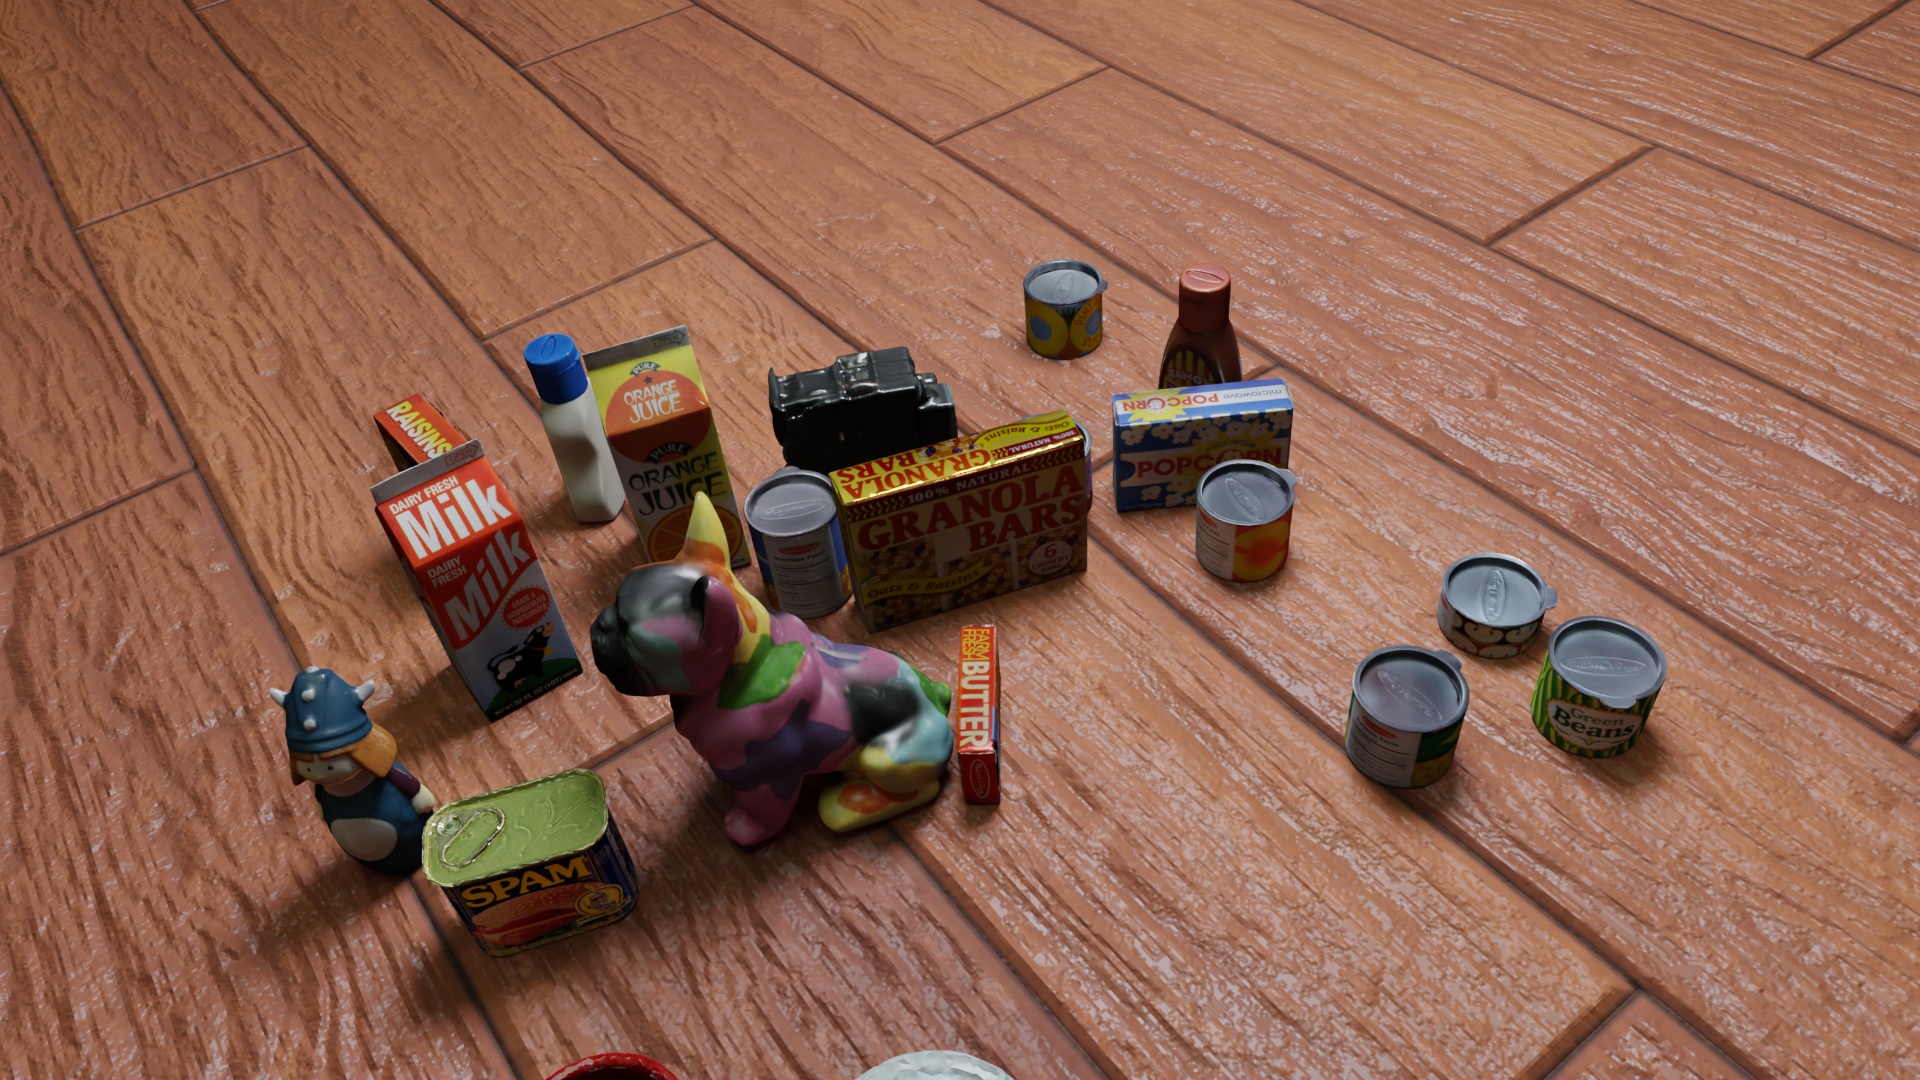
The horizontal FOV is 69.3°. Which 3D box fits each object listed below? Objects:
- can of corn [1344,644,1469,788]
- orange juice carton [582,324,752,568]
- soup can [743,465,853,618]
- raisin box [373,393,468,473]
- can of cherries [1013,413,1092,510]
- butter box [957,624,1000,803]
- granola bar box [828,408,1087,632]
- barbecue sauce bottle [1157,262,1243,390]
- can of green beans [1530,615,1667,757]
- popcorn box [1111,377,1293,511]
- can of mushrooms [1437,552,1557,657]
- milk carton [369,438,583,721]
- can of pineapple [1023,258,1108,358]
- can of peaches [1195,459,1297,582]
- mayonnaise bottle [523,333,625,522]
[{"bbox_3d":[0.270,0.105,0.838,0.071,0.058,0.071,-3,44,3],"label":"can of corn"},{"bbox_3d":[-0.204,-0.063,0.969,0.072,0.191,0.073,-17,45,-10],"label":"orange juice carton"},{"bbox_3d":[-0.111,0.001,0.970,0.071,0.083,0.072,-3,44,3],"label":"soup can"},{"bbox_3d":[-0.371,-0.035,1.010,0.040,0.122,0.086,-34,50,-25],"label":"raisin box"},{"bbox_3d":[0.062,-0.050,1.020,0.071,0.058,0.072,-3,44,3],"label":"can of cherries"},{"bbox_3d":[0.012,0.107,0.869,0.024,0.052,0.104,-2,44,4],"label":"butter box"},{"bbox_3d":[0.003,-0.012,0.942,0.166,0.123,0.039,-16,45,-10],"label":"granola bar box"},{"bbox_3d":[0.179,-0.134,1.029,0.065,0.147,0.044,22,51,26],"label":"barbecue sauce bottle"},{"bbox_3d":[0.385,0.089,0.842,0.071,0.057,0.071,-3,44,3],"label":"can of green beans"},{"bbox_3d":[0.174,-0.069,1.008,0.127,0.084,0.038,-6,44,1],"label":"popcorn box"},{"bbox_3d":[0.351,0.043,0.910,0.071,0.033,0.071,-3,44,3],"label":"can of mushrooms"},{"bbox_3d":[-0.314,0.021,0.898,0.072,0.189,0.073,-31,49,-22],"label":"milk carton"},{"bbox_3d":[0.088,-0.193,1.165,0.071,0.057,0.071,-3,44,3],"label":"can of pineapple"},{"bbox_3d":[0.199,-0.014,0.968,0.071,0.057,0.071,-3,44,3],"label":"can of peaches"},{"bbox_3d":[-0.285,-0.085,1.032,0.041,0.147,0.065,-5,44,2],"label":"mayonnaise bottle"}]
